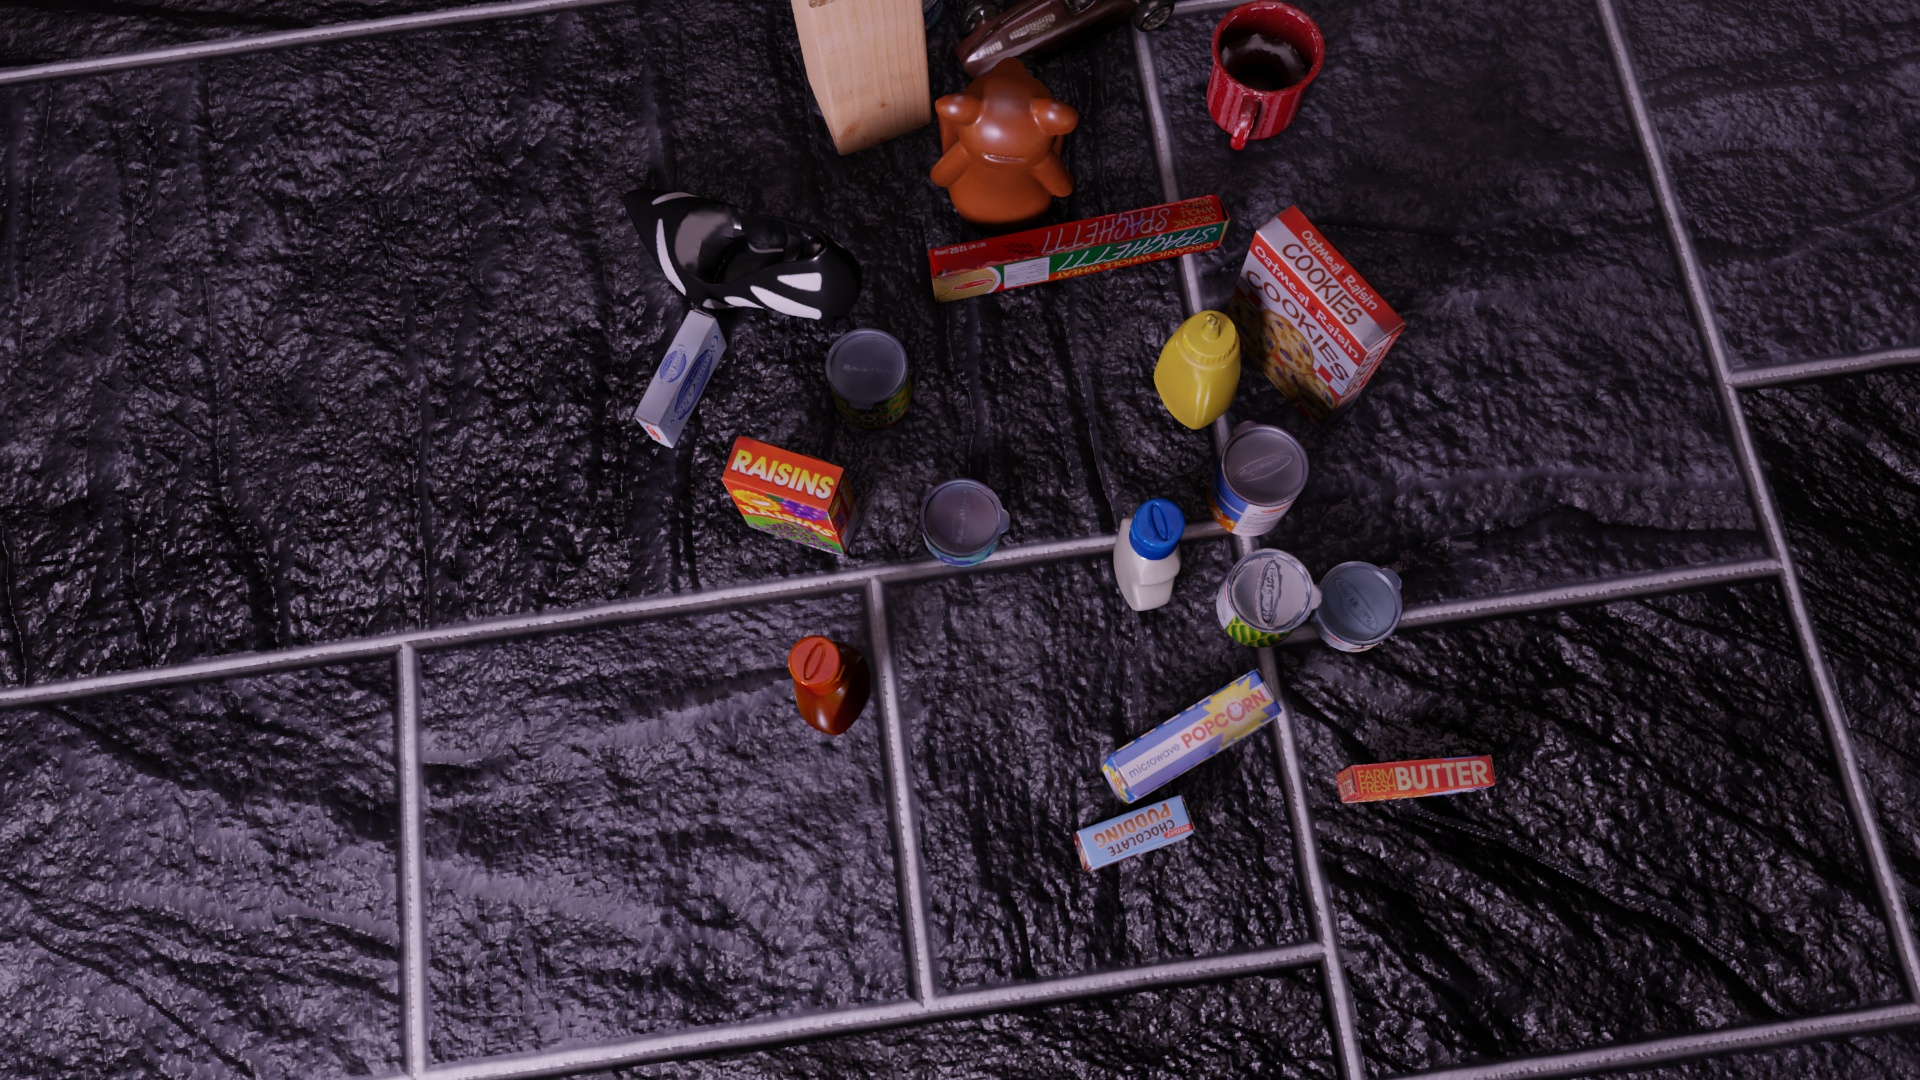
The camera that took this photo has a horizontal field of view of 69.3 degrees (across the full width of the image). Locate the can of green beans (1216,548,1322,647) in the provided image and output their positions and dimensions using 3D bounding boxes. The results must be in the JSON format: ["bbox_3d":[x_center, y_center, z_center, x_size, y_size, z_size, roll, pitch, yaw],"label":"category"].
[{"bbox_3d":[0.234,0.045,1.068,0.071,0.057,0.071,0,74,1],"label":"can of green beans"}]

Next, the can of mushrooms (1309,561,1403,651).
[{"bbox_3d":[0.308,0.051,1.077,0.071,0.033,0.071,0,74,1],"label":"can of mushrooms"}]

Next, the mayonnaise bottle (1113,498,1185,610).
[{"bbox_3d":[0.141,0.007,1.034,0.041,0.147,0.065,-14,74,-2],"label":"mayonnaise bottle"}]

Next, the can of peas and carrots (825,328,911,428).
[{"bbox_3d":[-0.074,-0.128,1.126,0.071,0.058,0.071,0,74,1],"label":"can of peas and carrots"}]

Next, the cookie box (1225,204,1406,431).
[{"bbox_3d":[0.268,-0.168,1.073,0.040,0.167,0.123,-37,76,-8],"label":"cookie box"}]

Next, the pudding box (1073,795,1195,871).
[{"bbox_3d":[0.127,0.217,1.024,0.084,0.049,0.030,-19,74,-4],"label":"pudding box"}]

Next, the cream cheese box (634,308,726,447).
[{"bbox_3d":[-0.228,-0.132,1.134,0.024,0.053,0.104,23,76,8],"label":"cream cheese box"}]

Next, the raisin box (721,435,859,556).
[{"bbox_3d":[-0.127,-0.033,1.066,0.086,0.123,0.040,18,75,7],"label":"raisin box"}]

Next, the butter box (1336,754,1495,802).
[{"bbox_3d":[0.336,0.177,1.029,0.103,0.053,0.024,-5,74,0],"label":"butter box"}]

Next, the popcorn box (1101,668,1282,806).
[{"bbox_3d":[0.168,0.147,1.025,0.127,0.085,0.038,-29,75,-7],"label":"popcorn box"}]

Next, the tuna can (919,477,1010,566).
[{"bbox_3d":[0.004,-0.014,1.104,0.071,0.032,0.071,0,74,1],"label":"tuna can"}]

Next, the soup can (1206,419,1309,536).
[{"bbox_3d":[0.229,-0.048,1.082,0.071,0.083,0.071,0,74,2],"label":"soup can"}]

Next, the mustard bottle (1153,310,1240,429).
[{"bbox_3d":[0.187,-0.138,1.070,0.049,0.160,0.065,-36,76,-8],"label":"mustard bottle"}]

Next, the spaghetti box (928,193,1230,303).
[{"bbox_3d":[0.098,-0.243,1.161,0.250,0.050,0.029,-12,74,-2],"label":"spaghetti box"}]

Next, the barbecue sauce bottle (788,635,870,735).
[{"bbox_3d":[-0.096,0.102,1.013,0.044,0.148,0.065,22,76,8],"label":"barbecue sauce bottle"}]
